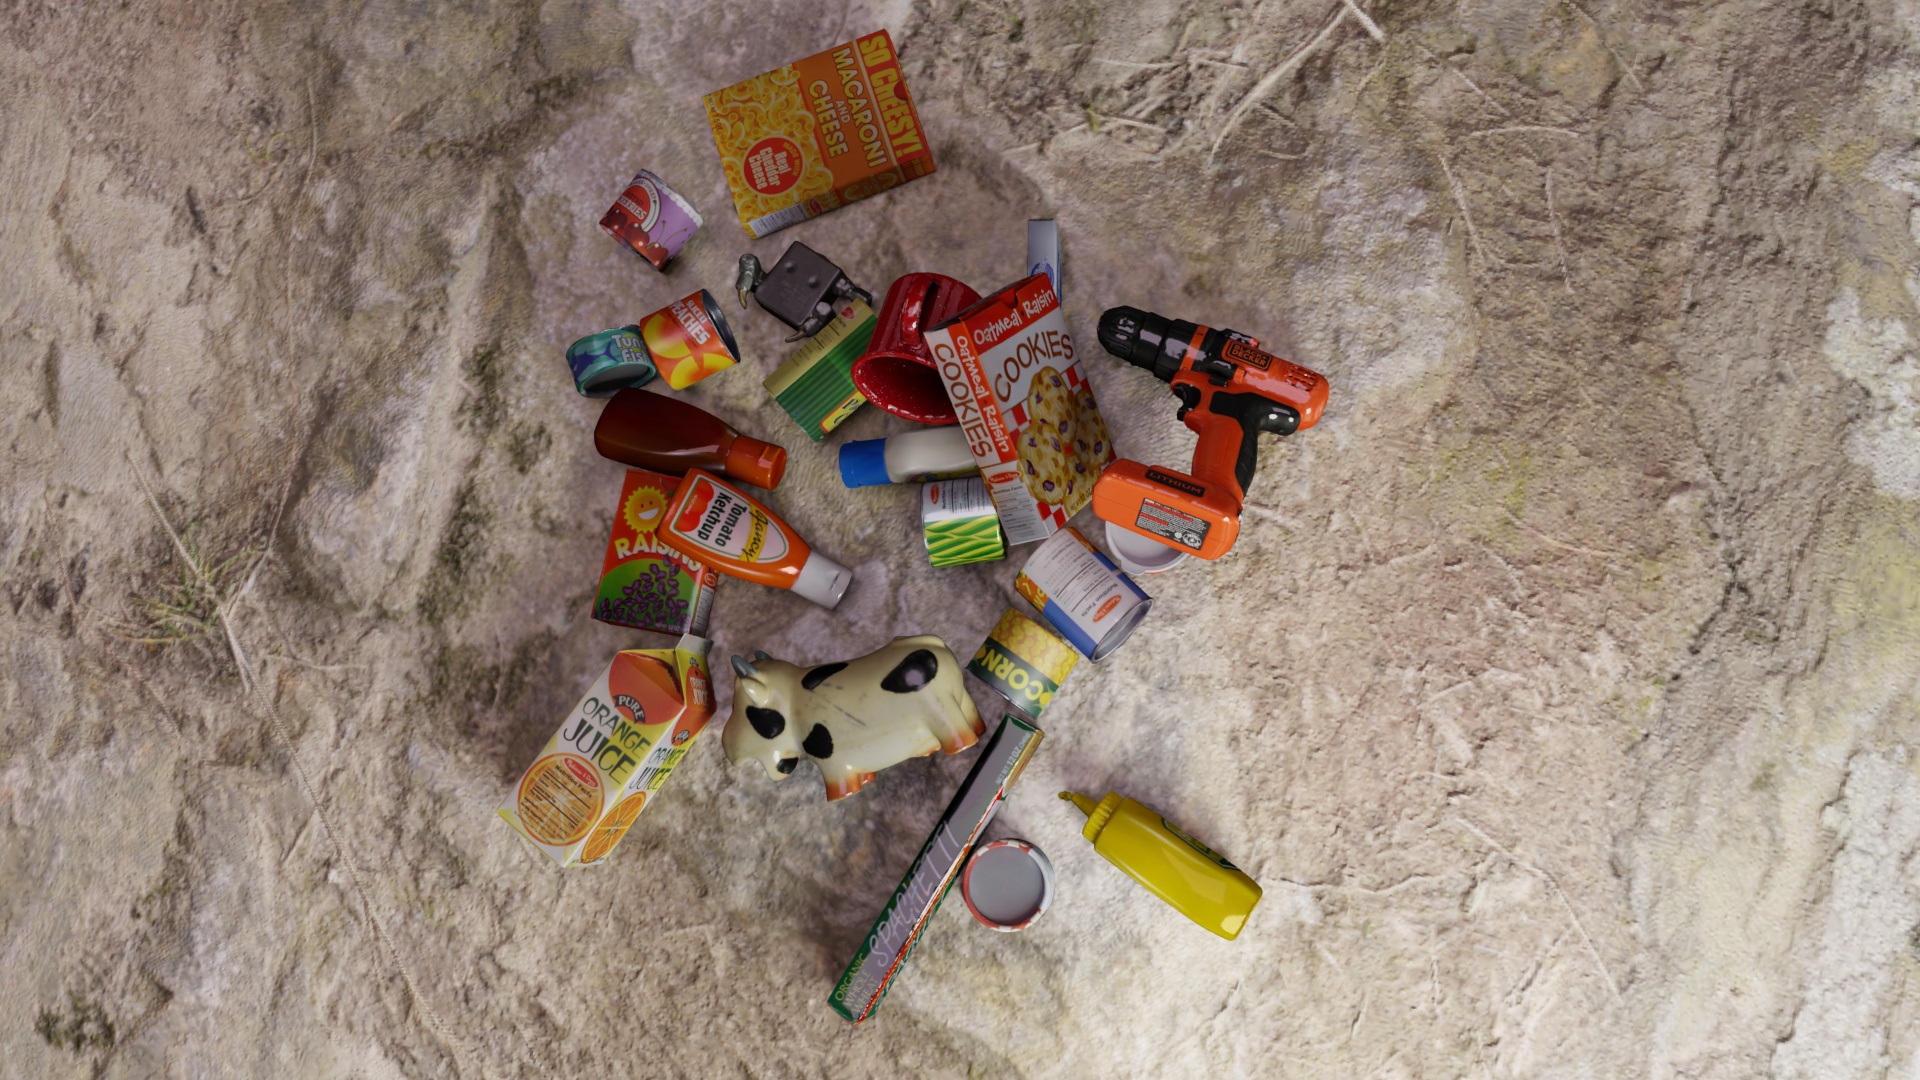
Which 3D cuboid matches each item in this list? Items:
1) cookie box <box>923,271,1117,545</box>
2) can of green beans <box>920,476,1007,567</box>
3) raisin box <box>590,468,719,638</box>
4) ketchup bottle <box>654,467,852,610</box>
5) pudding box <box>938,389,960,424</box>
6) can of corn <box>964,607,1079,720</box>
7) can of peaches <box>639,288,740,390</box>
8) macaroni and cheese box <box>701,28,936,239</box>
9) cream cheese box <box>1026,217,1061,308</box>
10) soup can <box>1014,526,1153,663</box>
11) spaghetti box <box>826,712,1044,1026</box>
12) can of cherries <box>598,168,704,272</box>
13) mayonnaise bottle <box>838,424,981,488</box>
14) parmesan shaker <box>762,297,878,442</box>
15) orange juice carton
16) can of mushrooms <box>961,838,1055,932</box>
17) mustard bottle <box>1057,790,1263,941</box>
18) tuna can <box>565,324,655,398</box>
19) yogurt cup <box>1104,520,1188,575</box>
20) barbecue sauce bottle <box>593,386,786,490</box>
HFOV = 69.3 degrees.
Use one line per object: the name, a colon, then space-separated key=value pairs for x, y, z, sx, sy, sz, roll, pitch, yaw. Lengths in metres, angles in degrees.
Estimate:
cookie box: x=0.050 y=-0.099 z=1.012 sx=0.040 sy=0.123 sz=0.167 roll=-12 pitch=107 yaw=38
can of green beans: x=0.003 y=-0.015 z=1.063 sx=0.058 sy=0.071 sz=0.071 roll=-6 pitch=78 yaw=7
raisin box: x=-0.236 y=0.012 z=1.107 sx=0.086 sy=0.040 sz=0.123 roll=10 pitch=79 yaw=11
ketchup bottle: x=-0.156 y=0.004 z=1.071 sx=0.149 sy=0.043 sz=0.065 roll=29 pitch=71 yaw=-11
pudding box: x=0.019 y=-0.131 z=1.093 sx=0.030 sy=0.049 sz=0.084 roll=30 pitch=84 yaw=15
can of corn: x=0.046 y=0.091 z=1.032 sx=0.071 sy=0.071 sz=0.058 roll=35 pitch=85 yaw=13
can of peaches: x=-0.220 y=-0.163 z=1.124 sx=0.058 sy=0.071 sz=0.071 roll=-25 pitch=76 yaw=4
macaroni and cheese box: x=-0.118 y=-0.340 z=1.161 sx=0.166 sy=0.040 sz=0.124 roll=-19 pitch=77 yaw=4
cream cheese box: x=0.066 y=-0.196 z=1.097 sx=0.024 sy=0.053 sz=0.104 roll=-1 pitch=79 yaw=10
soup can: x=0.092 y=0.041 z=1.038 sx=0.071 sy=0.071 sz=0.084 roll=-45 pitch=71 yaw=-2
spaghetti box: x=-0.016 y=0.240 z=1.021 sx=0.029 sy=0.050 sz=0.250 roll=31 pitch=85 yaw=15
can of cherries: x=-0.257 y=-0.266 z=1.151 sx=0.071 sy=0.071 sz=0.058 roll=37 pitch=87 yaw=14
mayonnaise bottle: x=-0.019 y=-0.066 z=1.081 sx=0.148 sy=0.064 sz=0.041 roll=-6 pitch=82 yaw=11
parmesan shaker: x=-0.098 y=-0.135 z=1.105 sx=0.103 sy=0.071 sz=0.071 roll=-42 pitch=76 yaw=0
orange juice carton: x=-0.257 y=0.151 z=1.065 sx=0.073 sy=0.071 sz=0.193 roll=36 pitch=86 yaw=13
can of mushrooms: x=0.033 y=0.253 z=1.020 sx=0.071 sy=0.033 sz=0.071 roll=-1 pitch=79 yaw=8
mustard bottle: x=0.138 y=0.223 z=0.996 sx=0.160 sy=0.065 sz=0.049 roll=32 pitch=89 yaw=17
tuna can: x=-0.283 y=-0.145 z=1.131 sx=0.071 sy=0.071 sz=0.033 roll=-22 pitch=78 yaw=4
yogurt cup: x=0.144 y=-0.006 z=1.046 sx=0.072 sy=0.054 sz=0.072 roll=-2 pitch=78 yaw=8
barbecue sauce bottle: x=-0.215 y=-0.078 z=1.117 sx=0.148 sy=0.043 sz=0.065 roll=16 pitch=55 yaw=10
